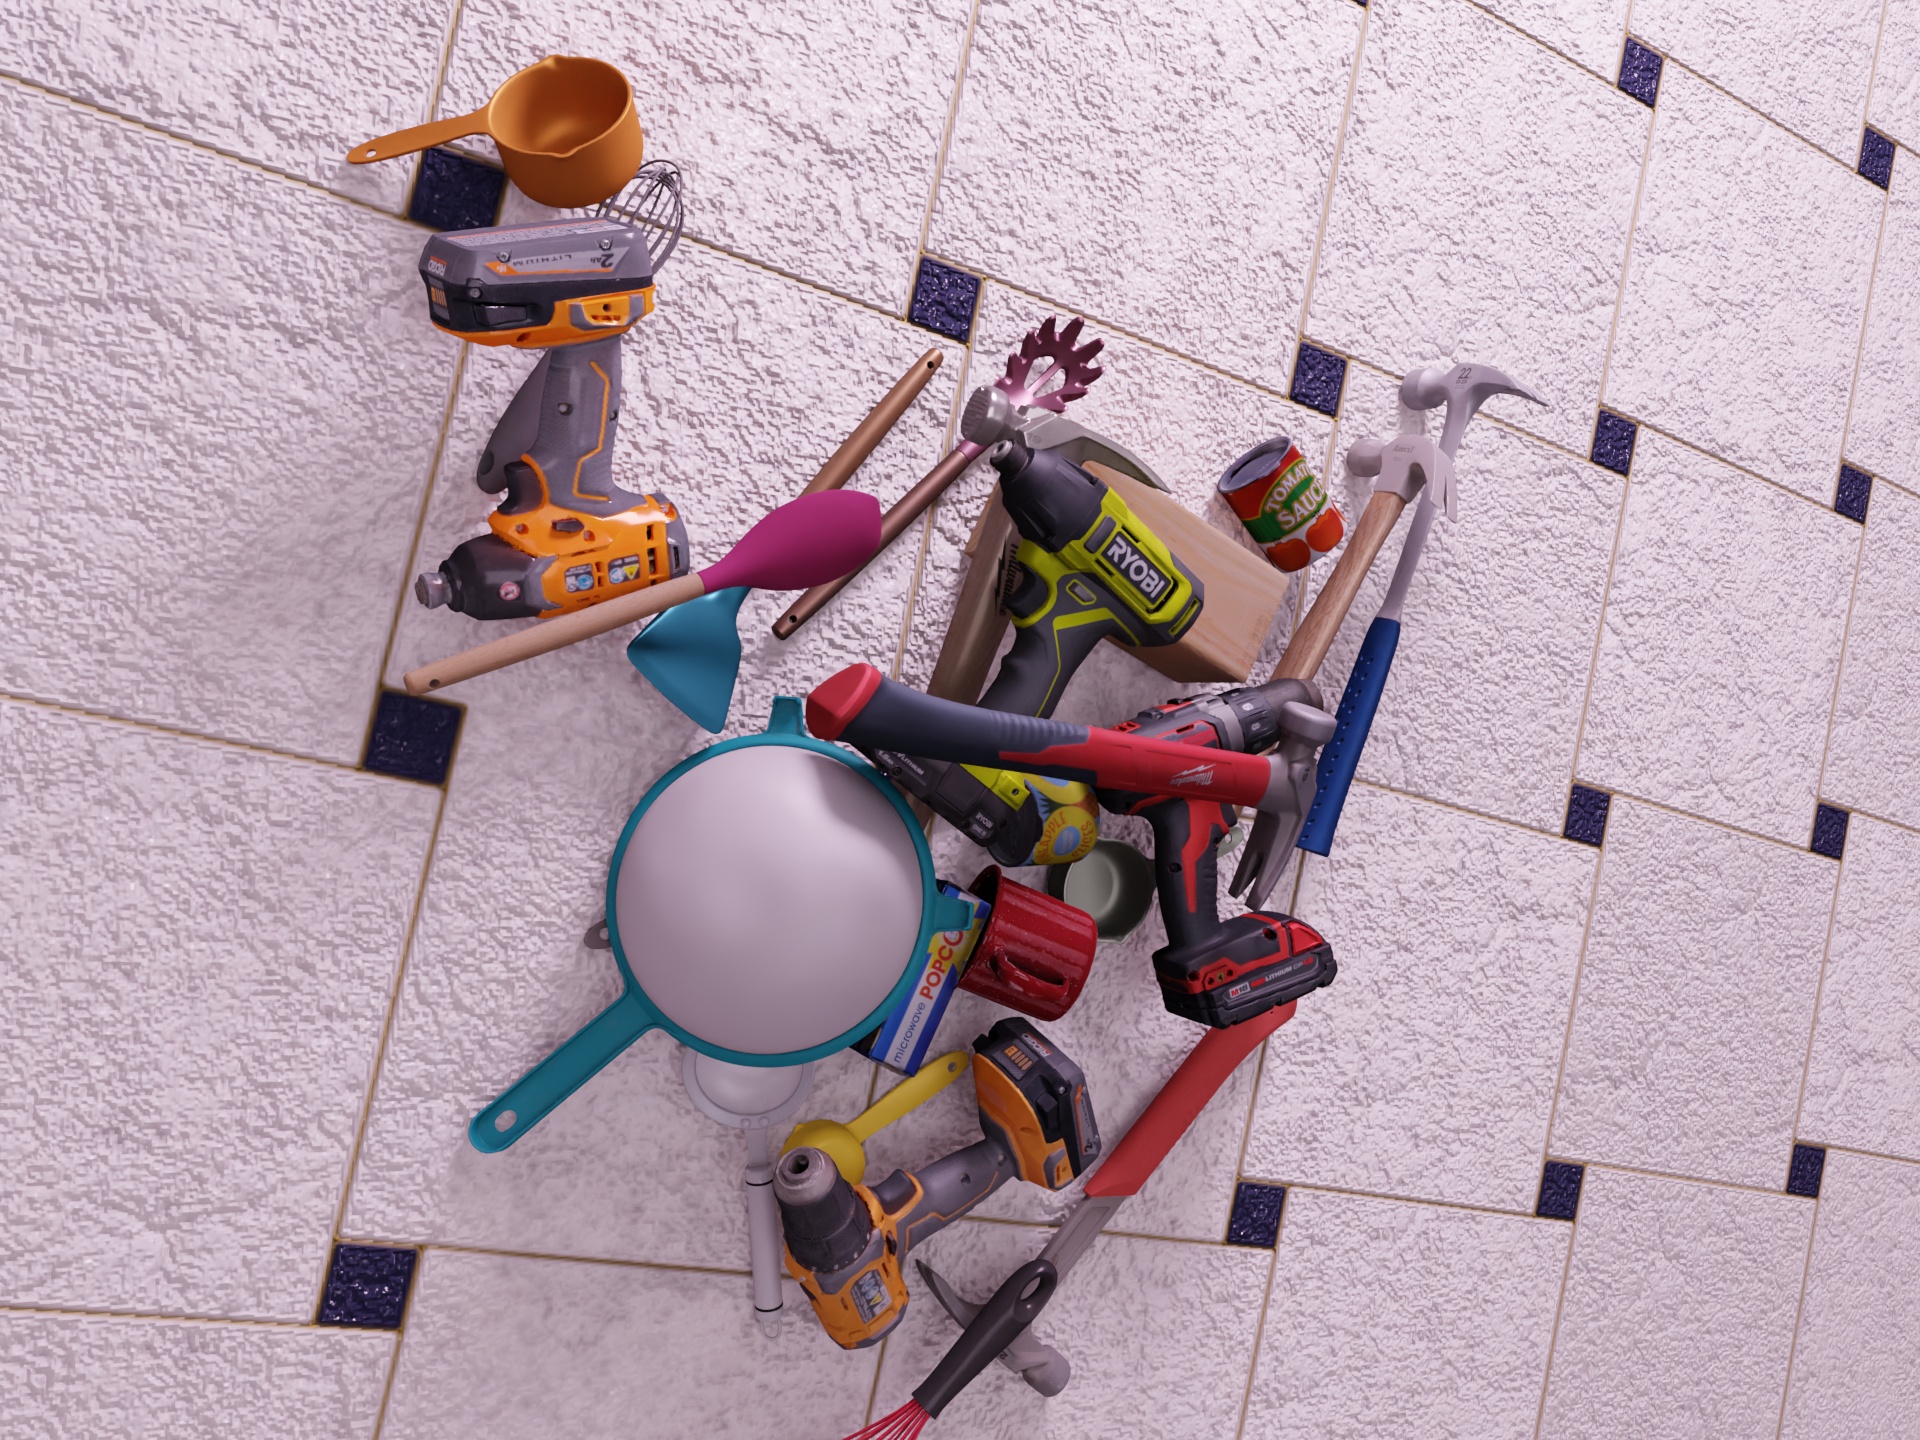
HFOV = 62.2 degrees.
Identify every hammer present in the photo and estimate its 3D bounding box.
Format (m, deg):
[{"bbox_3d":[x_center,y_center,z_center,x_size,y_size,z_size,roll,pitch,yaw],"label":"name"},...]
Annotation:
[{"bbox_3d":[0.341,-0.088,1.245,0.035,0.144,0.405,20,89,-25],"label":"hammer"},{"bbox_3d":[0.073,0.035,0.972,0.386,0.038,0.143,9,105,-36],"label":"hammer"},{"bbox_3d":[-0.002,-0.003,1.053,0.146,0.038,0.410,19,99,-24],"label":"hammer"},{"bbox_3d":[0.128,0.317,1.187,0.359,0.037,0.149,-47,110,-17],"label":"hammer"},{"bbox_3d":[0.278,-0.072,1.221,0.031,0.130,0.331,31,86,-26],"label":"hammer"}]

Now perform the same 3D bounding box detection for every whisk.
[{"bbox_3d":[-0.237,-0.245,0.988,0.055,0.055,0.239,31,83,-24],"label":"whisk"},{"bbox_3d":[-0.039,0.480,1.079,0.296,0.073,0.073,-43,109,-14],"label":"whisk"}]

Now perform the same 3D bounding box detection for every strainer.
[{"bbox_3d":[-0.135,0.291,1.054,0.087,0.050,0.258,-3,99,-3],"label":"strainer"},{"bbox_3d":[-0.170,0.147,0.964,0.340,0.095,0.211,-40,82,-5],"label":"strainer"}]

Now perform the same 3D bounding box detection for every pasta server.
[{"bbox_3d":[-0.016,-0.167,1.102,0.060,0.040,0.316,46,73,-5],"label":"pasta server"}]

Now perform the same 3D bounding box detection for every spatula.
[{"bbox_3d":[-0.101,-0.135,1.057,0.082,0.044,0.317,45,71,-24],"label":"spatula"}]

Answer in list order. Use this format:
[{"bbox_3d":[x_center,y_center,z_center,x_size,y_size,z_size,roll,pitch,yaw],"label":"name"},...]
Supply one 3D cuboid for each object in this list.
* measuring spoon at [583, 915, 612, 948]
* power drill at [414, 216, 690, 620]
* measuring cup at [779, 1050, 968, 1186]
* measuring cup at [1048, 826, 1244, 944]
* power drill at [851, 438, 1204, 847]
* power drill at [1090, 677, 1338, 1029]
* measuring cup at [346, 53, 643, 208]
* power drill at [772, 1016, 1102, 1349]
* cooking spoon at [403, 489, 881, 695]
[{"bbox_3d":[-0.188,0.119,1.039,0.124,0.018,0.034,-23,96,-17],"label":"measuring spoon"},{"bbox_3d":[-0.248,-0.167,0.929,0.164,0.084,0.226,-18,121,-31],"label":"power drill"},{"bbox_3d":[-0.053,0.278,1.097,0.156,0.029,0.062,-32,105,-20],"label":"measuring cup"},{"bbox_3d":[0.138,0.110,1.187,0.167,0.038,0.083,-19,100,-27],"label":"measuring cup"},{"bbox_3d":[0.029,-0.050,0.989,0.171,0.080,0.223,40,87,-28],"label":"power drill"},{"bbox_3d":[0.199,0.087,1.147,0.188,0.080,0.226,-19,96,-19],"label":"power drill"},{"bbox_3d":[-0.277,-0.342,0.962,0.173,0.052,0.095,-13,59,0],"label":"measuring cup"},{"bbox_3d":[-0.020,0.295,1.057,0.226,0.084,0.185,-34,134,-21],"label":"power drill"},{"bbox_3d":[-0.183,-0.075,0.972,0.319,0.017,0.068,-23,132,-26],"label":"cooking spoon"}]
